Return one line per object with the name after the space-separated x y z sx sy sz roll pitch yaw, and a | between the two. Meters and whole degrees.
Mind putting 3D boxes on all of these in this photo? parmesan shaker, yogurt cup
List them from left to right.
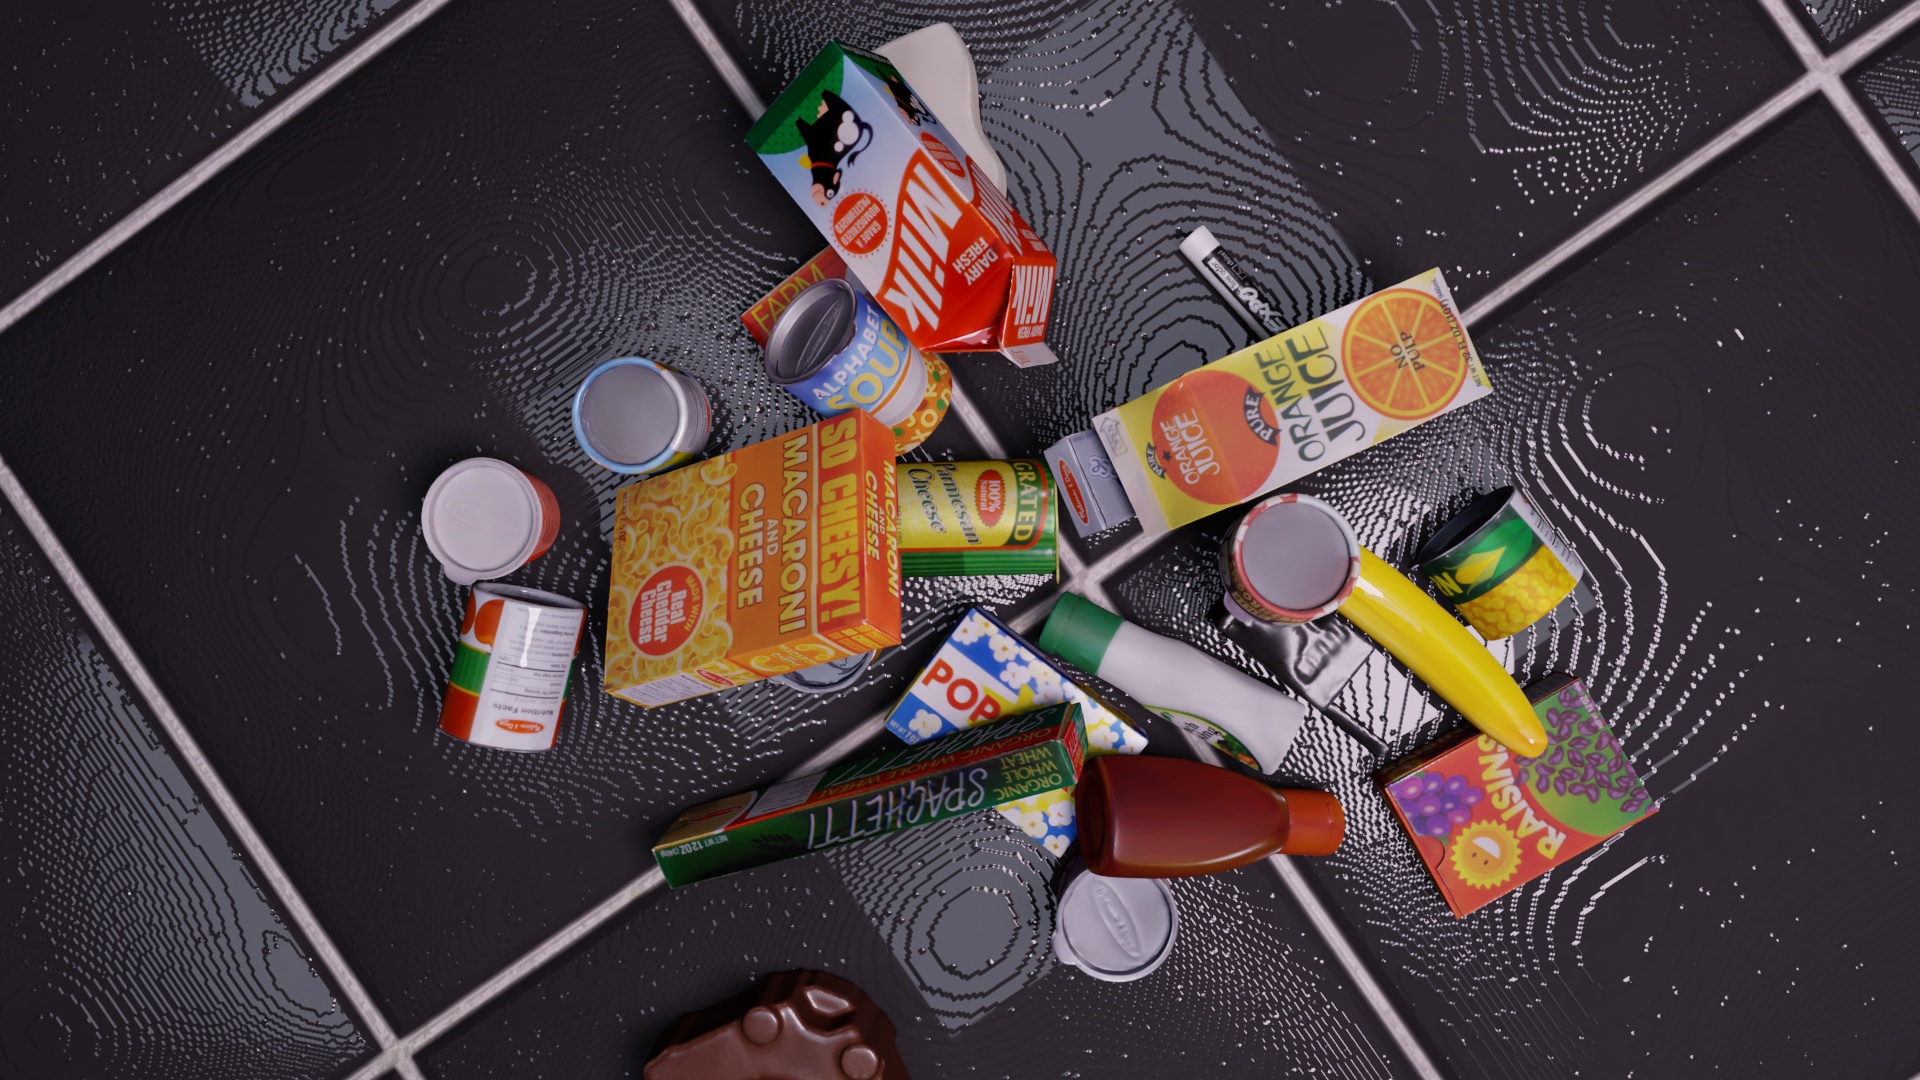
-0.265 -0.013 0.796 0.072 0.054 0.072 0 91 3 | yogurt cup
0.003 -0.010 0.773 0.103 0.071 0.071 -2 91 3 | parmesan shaker

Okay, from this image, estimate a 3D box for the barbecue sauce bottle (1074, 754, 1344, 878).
0.138 0.151 0.756 0.149 0.043 0.065 6 61 -21 | barbecue sauce bottle

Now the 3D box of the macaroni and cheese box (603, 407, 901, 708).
-0.111 0.011 0.743 0.166 0.040 0.124 -16 62 25 | macaroni and cheese box

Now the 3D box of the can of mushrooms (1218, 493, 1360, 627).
0.167 0.012 0.711 0.071 0.033 0.071 1 80 -4 | can of mushrooms

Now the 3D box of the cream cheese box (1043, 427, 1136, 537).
0.098 -0.043 0.761 0.104 0.024 0.053 -22 89 -36 | cream cheese box

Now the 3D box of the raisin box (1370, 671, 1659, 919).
0.306 0.141 0.773 0.123 0.040 0.086 -30 90 4 | raisin box

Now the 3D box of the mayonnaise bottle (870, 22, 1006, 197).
-0.006 -0.211 0.785 0.065 0.041 0.148 -20 91 11 | mayonnaise bottle

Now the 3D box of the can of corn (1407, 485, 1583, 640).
0.292 0.014 0.759 0.071 0.071 0.058 -41 89 3 | can of corn

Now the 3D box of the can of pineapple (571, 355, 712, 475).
-0.182 -0.069 0.788 0.071 0.058 0.071 0 91 4 | can of pineapple

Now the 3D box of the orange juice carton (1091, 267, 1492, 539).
0.169 -0.069 0.730 0.193 0.073 0.072 -23 89 -8 | orange juice carton

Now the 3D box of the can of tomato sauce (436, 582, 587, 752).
-0.255 0.071 0.792 0.071 0.071 0.083 14 92 3 | can of tomato sauce

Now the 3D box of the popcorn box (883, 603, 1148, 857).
0.032 0.106 0.788 0.127 0.038 0.085 37 93 2 | popcorn box

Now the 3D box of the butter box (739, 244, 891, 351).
-0.070 -0.138 0.797 0.103 0.024 0.053 -38 88 3 | butter box

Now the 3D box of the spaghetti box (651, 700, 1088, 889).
-0.050 0.140 0.758 0.250 0.050 0.028 -18 102 17 | spaghetti box

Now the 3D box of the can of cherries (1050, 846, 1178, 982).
0.084 0.205 0.778 0.071 0.058 0.071 0 92 3 | can of cherries

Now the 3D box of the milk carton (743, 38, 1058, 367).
-0.018 -0.165 0.733 0.073 0.072 0.190 -41 84 23 | milk carton

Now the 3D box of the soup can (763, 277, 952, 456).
-0.053 -0.092 0.756 0.083 0.071 0.071 35 94 -41 | soup can

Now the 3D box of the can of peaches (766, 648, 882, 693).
-0.078 0.051 0.784 0.071 0.058 0.071 0 92 3 | can of peaches

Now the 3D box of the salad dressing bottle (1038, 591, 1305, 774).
0.116 0.077 0.775 0.148 0.064 0.044 27 81 11 | salad dressing bottle
